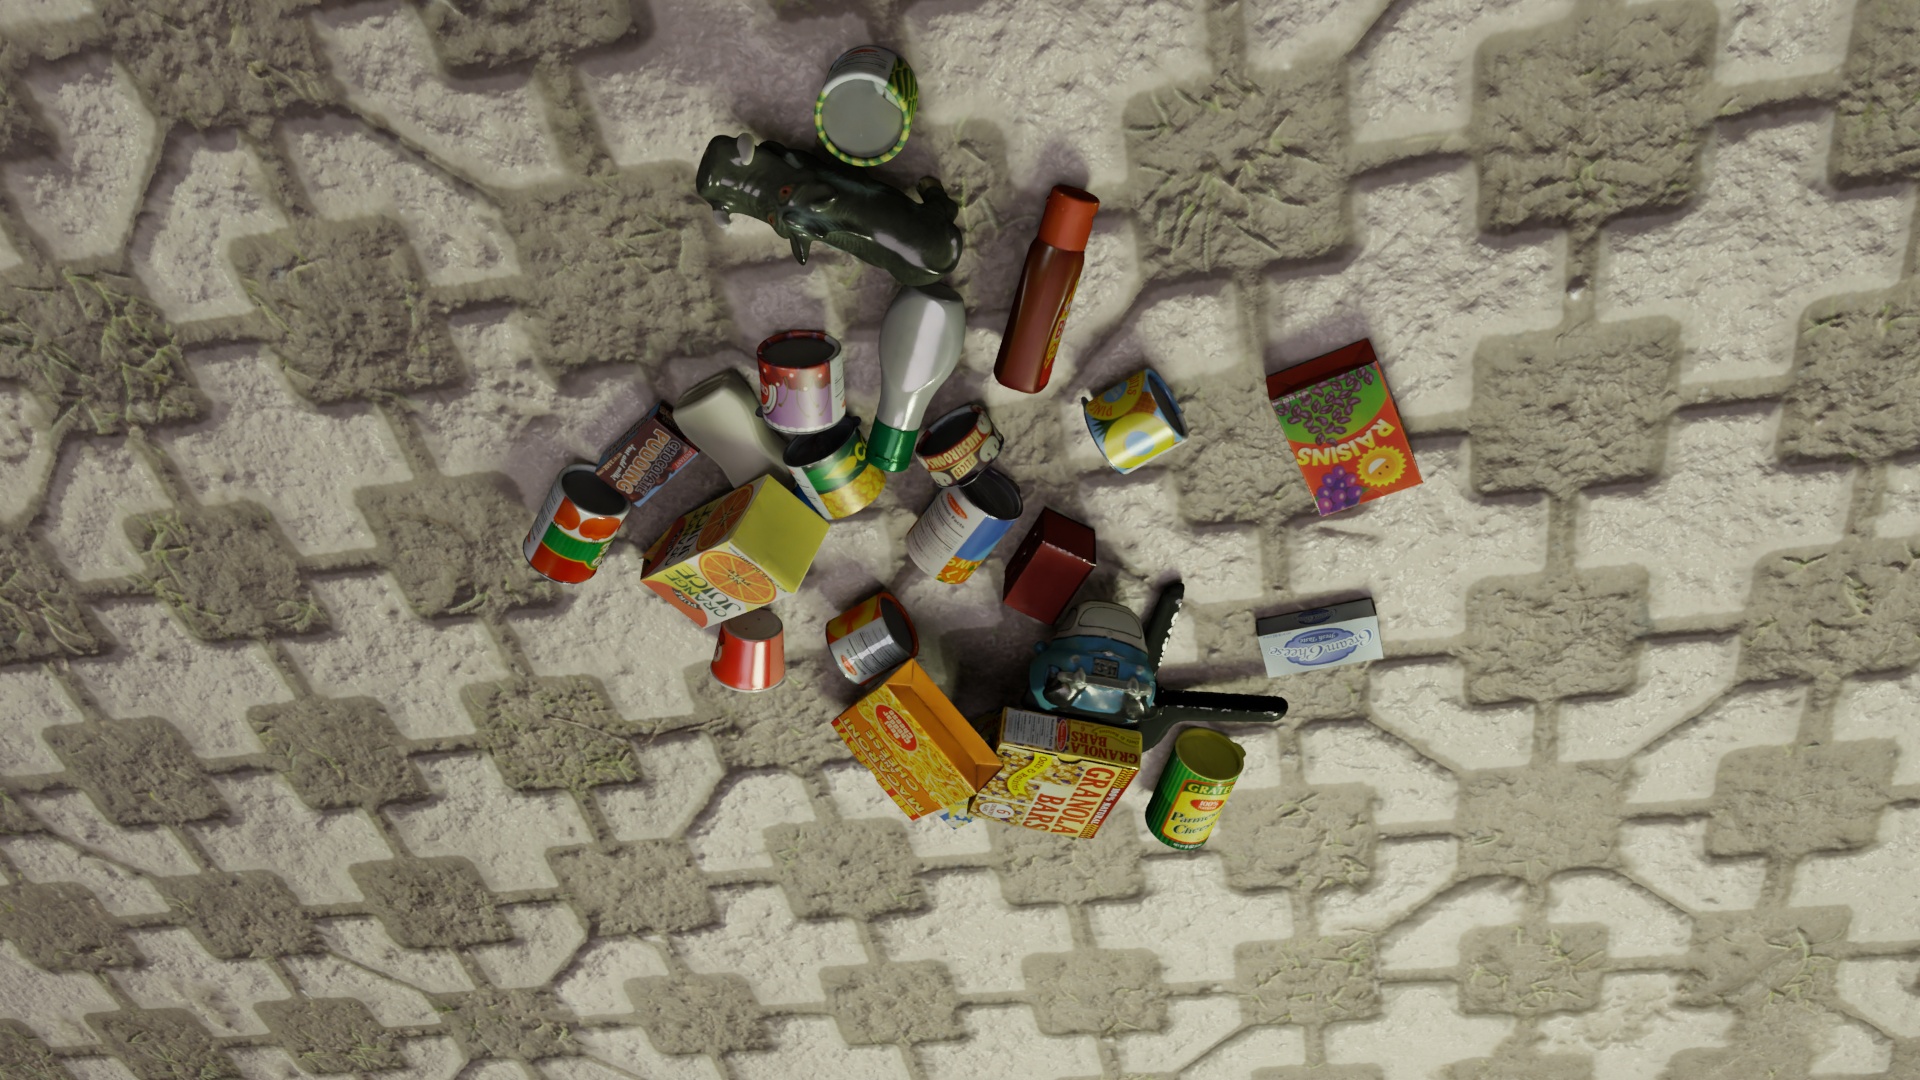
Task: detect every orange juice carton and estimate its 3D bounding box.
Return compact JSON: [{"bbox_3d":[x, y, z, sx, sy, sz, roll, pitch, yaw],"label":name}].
[{"bbox_3d":[-0.201,0.016,1.167,0.071,0.073,0.192,41,144,-24],"label":"orange juice carton"}]

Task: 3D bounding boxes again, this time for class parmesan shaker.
[{"bbox_3d":[0.224,0.237,1.321,0.071,0.072,0.102,12,126,-4],"label":"parmesan shaker"}]

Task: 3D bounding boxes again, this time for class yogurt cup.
[{"bbox_3d":[-0.190,0.097,1.254,0.072,0.073,0.053,9,119,-2],"label":"yogurt cup"}]

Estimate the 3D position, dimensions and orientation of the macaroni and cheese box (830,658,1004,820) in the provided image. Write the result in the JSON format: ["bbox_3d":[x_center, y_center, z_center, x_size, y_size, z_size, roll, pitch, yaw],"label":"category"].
[{"bbox_3d":[-0.044,0.182,1.244,0.124,0.040,0.165,50,151,1],"label":"macaroni and cheese box"}]

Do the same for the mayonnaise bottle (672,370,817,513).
[{"bbox_3d":[-0.170,-0.068,1.146,0.064,0.041,0.147,-23,123,22],"label":"mayonnaise bottle"}]

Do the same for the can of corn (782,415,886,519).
[{"bbox_3d":[-0.100,-0.060,1.130,0.071,0.071,0.058,-18,123,17],"label":"can of corn"}]

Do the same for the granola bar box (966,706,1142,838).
[{"bbox_3d":[0.081,0.213,1.250,0.124,0.039,0.164,11,146,-4],"label":"granola bar box"}]

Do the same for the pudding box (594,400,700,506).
[{"bbox_3d":[-0.258,-0.071,1.156,0.083,0.030,0.049,-36,117,27],"label":"pudding box"}]

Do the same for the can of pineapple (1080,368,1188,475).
[{"bbox_3d":[0.136,-0.094,1.085,0.057,0.071,0.071,-29,119,23],"label":"can of pineapple"}]

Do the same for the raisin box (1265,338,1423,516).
[{"bbox_3d":[0.303,-0.086,1.093,0.086,0.040,0.123,-21,123,18],"label":"raisin box"}]

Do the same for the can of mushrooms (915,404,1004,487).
[{"bbox_3d":[-0.001,-0.075,1.107,0.071,0.071,0.033,-25,119,21],"label":"can of mushrooms"}]

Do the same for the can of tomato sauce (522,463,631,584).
[{"bbox_3d":[-0.324,-0.014,1.182,0.071,0.071,0.082,27,123,-15],"label":"can of tomato sauce"}]

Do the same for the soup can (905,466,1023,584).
[{"bbox_3d":[0.004,-0.014,1.156,0.071,0.072,0.083,28,124,-15],"label":"soup can"}]

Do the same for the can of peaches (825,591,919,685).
[{"bbox_3d":[-0.078,0.086,1.234,0.058,0.071,0.071,-30,119,17],"label":"can of peaches"}]

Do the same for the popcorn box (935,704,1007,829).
[{"bbox_3d":[0.018,0.221,1.343,0.126,0.038,0.085,-30,118,24],"label":"popcorn box"}]

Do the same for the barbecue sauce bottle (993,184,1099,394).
[{"bbox_3d":[0.064,-0.186,1.028,0.044,0.065,0.147,18,117,2],"label":"barbecue sauce bottle"}]

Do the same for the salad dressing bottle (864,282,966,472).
[{"bbox_3d":[-0.039,-0.125,1.074,0.064,0.044,0.147,21,115,5],"label":"salad dressing bottle"}]

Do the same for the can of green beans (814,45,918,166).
[{"bbox_3d":[-0.064,-0.299,0.956,0.071,0.058,0.071,2,126,3],"label":"can of green beans"}]

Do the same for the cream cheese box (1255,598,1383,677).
[{"bbox_3d":[0.318,0.087,1.229,0.104,0.024,0.053,-12,126,14],"label":"cream cheese box"}]

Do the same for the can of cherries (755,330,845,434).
[{"bbox_3d":[-0.127,-0.124,1.083,0.071,0.072,0.058,2,126,3],"label":"can of cherries"}]
